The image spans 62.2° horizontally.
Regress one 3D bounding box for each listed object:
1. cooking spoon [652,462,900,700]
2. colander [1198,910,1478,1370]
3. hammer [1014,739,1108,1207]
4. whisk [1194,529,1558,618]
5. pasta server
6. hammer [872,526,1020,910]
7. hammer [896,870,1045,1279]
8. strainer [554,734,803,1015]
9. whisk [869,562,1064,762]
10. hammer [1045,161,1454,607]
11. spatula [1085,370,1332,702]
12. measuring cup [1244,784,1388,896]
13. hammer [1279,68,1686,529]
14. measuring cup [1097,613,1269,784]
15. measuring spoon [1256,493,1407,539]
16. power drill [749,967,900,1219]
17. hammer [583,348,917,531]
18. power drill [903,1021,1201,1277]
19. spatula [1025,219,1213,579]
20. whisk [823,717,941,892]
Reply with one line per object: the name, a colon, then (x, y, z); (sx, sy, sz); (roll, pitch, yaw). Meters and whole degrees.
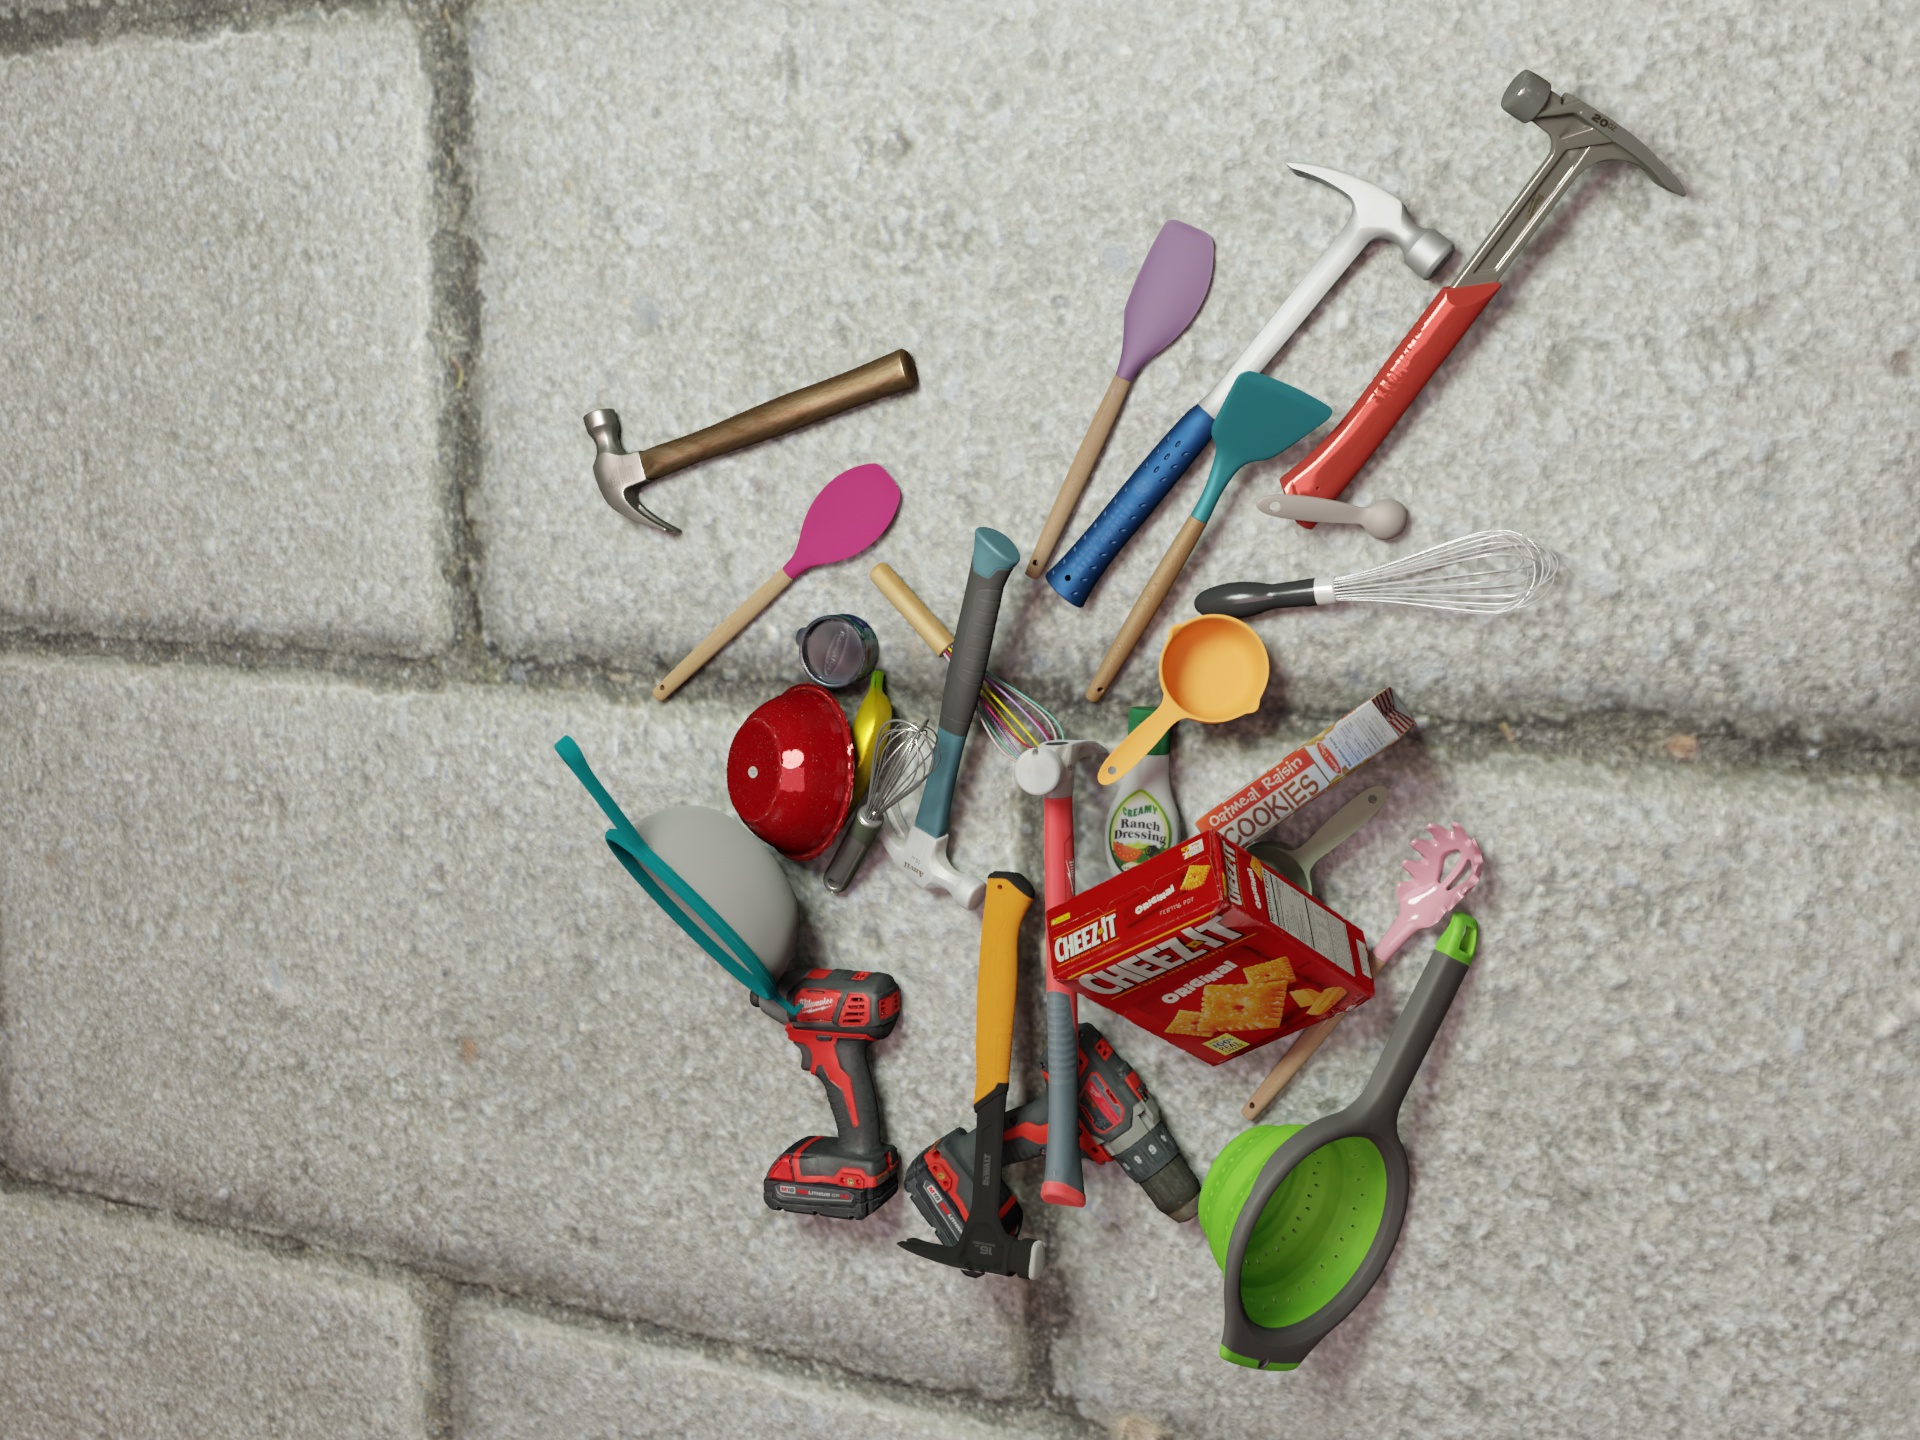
cooking spoon: (-0.176, -0.120, 1.463); (0.319, 0.017, 0.069); (-40, 81, 20)
colander: (0.298, 0.324, 1.292); (0.095, 0.204, 0.397); (26, 89, 51)
hammer: (0.090, 0.209, 1.325); (0.038, 0.143, 0.386); (1, 95, 23)
whisk: (0.321, -0.105, 1.254); (0.284, 0.070, 0.070); (-5, 95, 26)
pasta server: (0.322, 0.212, 1.300); (0.316, 0.040, 0.060); (-56, 49, 19)
hammer: (-0.002, -0.004, 1.360); (0.128, 0.033, 0.330); (28, 119, 30)
hammer: (0.021, 0.298, 1.365); (0.127, 0.034, 0.337); (1, 81, 25)
strainer: (-0.234, 0.104, 1.383); (0.095, 0.340, 0.211); (-44, 46, -18)
whisk: (0.004, -0.048, 1.389); (0.051, 0.047, 0.245); (-46, 76, 21)
hammer: (0.205, -0.261, 1.289); (0.144, 0.035, 0.405); (43, 109, 11)
spatula: (0.181, -0.138, 1.289); (0.082, 0.044, 0.317); (20, 117, -17)
measuring cup: (0.286, 0.107, 1.302); (0.167, 0.038, 0.083); (-44, 80, 18)
hammer: (0.371, -0.293, 1.207); (0.149, 0.037, 0.359); (29, 114, -12)
measuring cup: (0.176, -0.011, 1.300); (0.095, 0.052, 0.173); (45, 93, 6)
measuring spoon: (0.292, -0.160, 1.246); (0.124, 0.018, 0.034); (6, 122, -8)
power drill: (-0.127, 0.337, 1.471); (0.143, 0.078, 0.219); (0, 94, 21)
hammer: (-0.190, -0.264, 1.444); (0.331, 0.031, 0.130); (-15, 91, 22)
power drill: (0.085, 0.397, 1.396); (0.226, 0.080, 0.188); (-39, 82, 17)
spatula: (0.127, -0.261, 1.328); (0.060, 0.018, 0.316); (29, 105, 15)
whisk: (-0.076, 0.079, 1.388); (0.058, 0.059, 0.246); (32, 135, 2)
